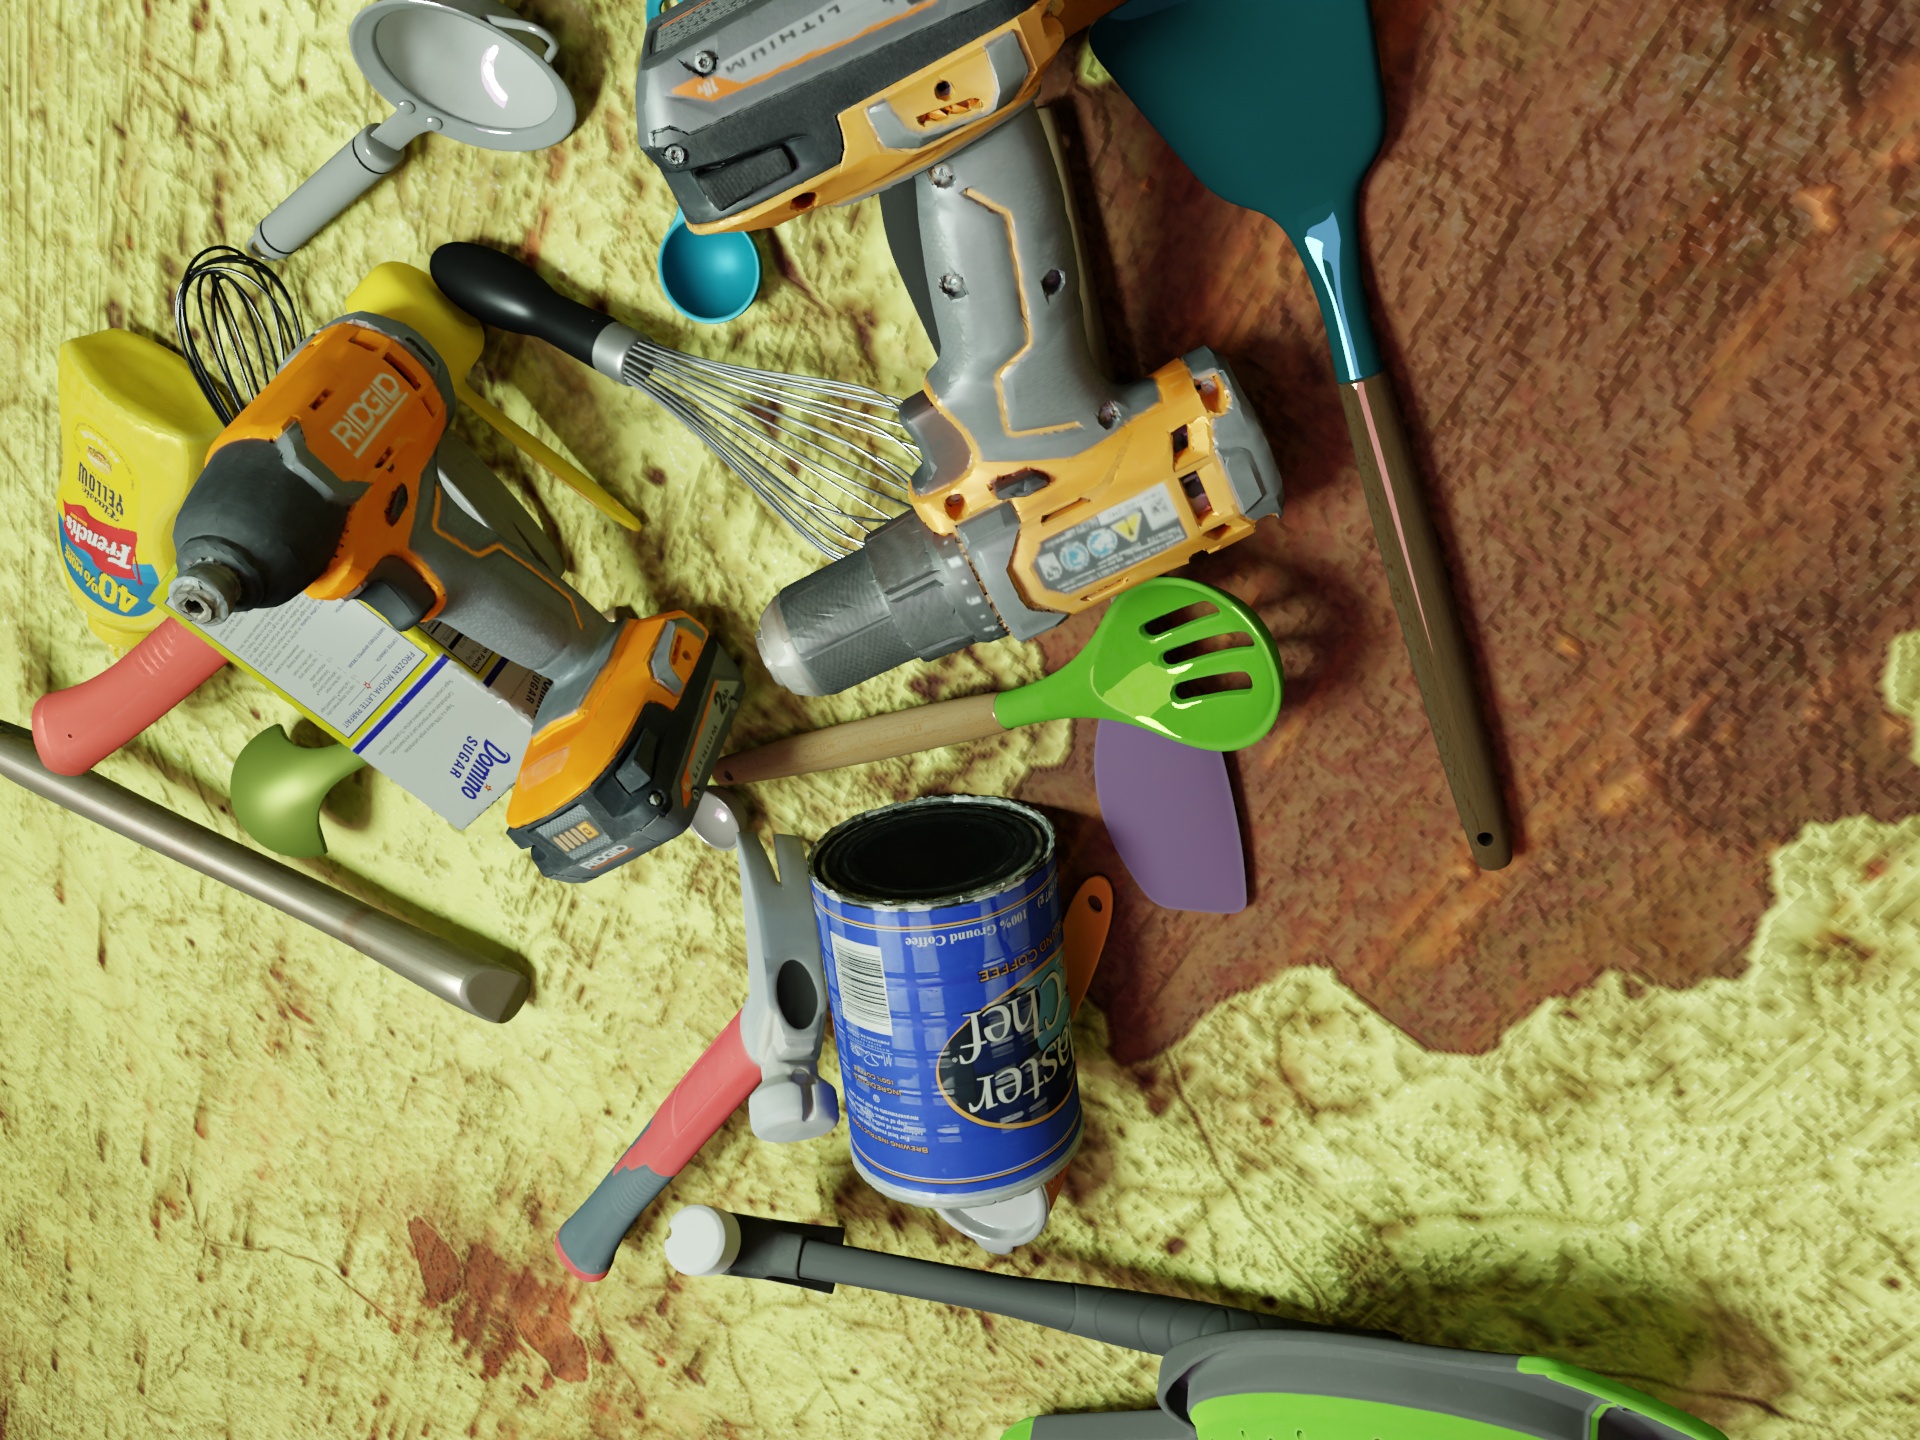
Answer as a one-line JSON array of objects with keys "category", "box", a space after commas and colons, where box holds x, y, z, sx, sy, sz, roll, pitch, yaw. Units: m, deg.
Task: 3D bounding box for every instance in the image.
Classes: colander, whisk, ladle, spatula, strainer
[{"category": "colander", "box": [0.131, 0.348, 0.690, 0.204, 0.095, 0.397, 29, 145, -21]}, {"category": "whisk", "box": [-0.336, -0.116, 0.791, 0.055, 0.055, 0.238, 16, 128, 24]}, {"category": "ladle", "box": [-0.277, 0.001, 0.827, 0.320, 0.062, 0.078, -22, 88, 31]}, {"category": "spatula", "box": [0.058, -0.063, 0.591, 0.060, 0.018, 0.315, 2, 117, 32]}, {"category": "whisk", "box": [-0.109, -0.134, 0.635, 0.285, 0.070, 0.070, 30, 128, 21]}, {"category": "spatula", "box": [0.133, -0.084, 0.517, 0.082, 0.044, 0.317, -11, 110, 29]}, {"category": "strainer", "box": [-0.238, -0.243, 0.660, 0.258, 0.050, 0.086, -14, 151, 42]}]

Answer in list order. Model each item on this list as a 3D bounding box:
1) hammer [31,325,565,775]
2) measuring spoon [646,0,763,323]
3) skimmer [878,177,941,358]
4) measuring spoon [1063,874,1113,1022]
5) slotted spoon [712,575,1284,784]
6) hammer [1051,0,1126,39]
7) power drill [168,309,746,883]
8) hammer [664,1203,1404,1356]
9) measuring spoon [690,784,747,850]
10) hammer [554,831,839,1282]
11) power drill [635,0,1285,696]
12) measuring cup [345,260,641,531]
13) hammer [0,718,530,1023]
[{"category": "hammer", "box": [-0.360, -0.047, 0.800, 0.359, 0.037, 0.149, -28, 115, 32]}, {"category": "measuring spoon", "box": [-0.100, -0.218, 0.607, 0.042, 0.021, 0.128, -3, 106, 15]}, {"category": "skimmer", "box": [-0.018, -0.256, 0.507, 0.090, 0.127, 0.363, -27, 119, -5]}, {"category": "measuring spoon", "box": [0.050, 0.114, 0.703, 0.021, 0.011, 0.116, 30, 125, 25]}, {"category": "slotted spoon", "box": [-0.001, -0.002, 0.643, 0.314, 0.031, 0.070, -13, 109, 43]}, {"category": "hammer", "box": [0.138, -0.271, 0.416, 0.337, 0.034, 0.127, -22, 101, 38]}, {"category": "power drill", "box": [-0.200, -0.038, 0.638, 0.084, 0.164, 0.226, -26, 120, 30]}, {"category": "hammer", "box": [0.038, 0.275, 0.753, 0.335, 0.035, 0.146, 3, 161, 20]}, {"category": "measuring spoon", "box": [-0.150, 0.034, 0.781, 0.124, 0.018, 0.034, 15, 128, 32]}, {"category": "hammer", "box": [-0.154, 0.205, 0.841, 0.386, 0.038, 0.143, -51, 41, 48]}, {"category": "power drill", "box": [-0.018, -0.116, 0.498, 0.185, 0.084, 0.226, -25, 125, 9]}, {"category": "measuring cup", "box": [-0.195, -0.142, 0.693, 0.156, 0.062, 0.029, 39, 104, -9]}, {"category": "hammer", "box": [-0.436, 0.082, 0.943, 0.411, 0.038, 0.146, 23, 168, 10]}]
